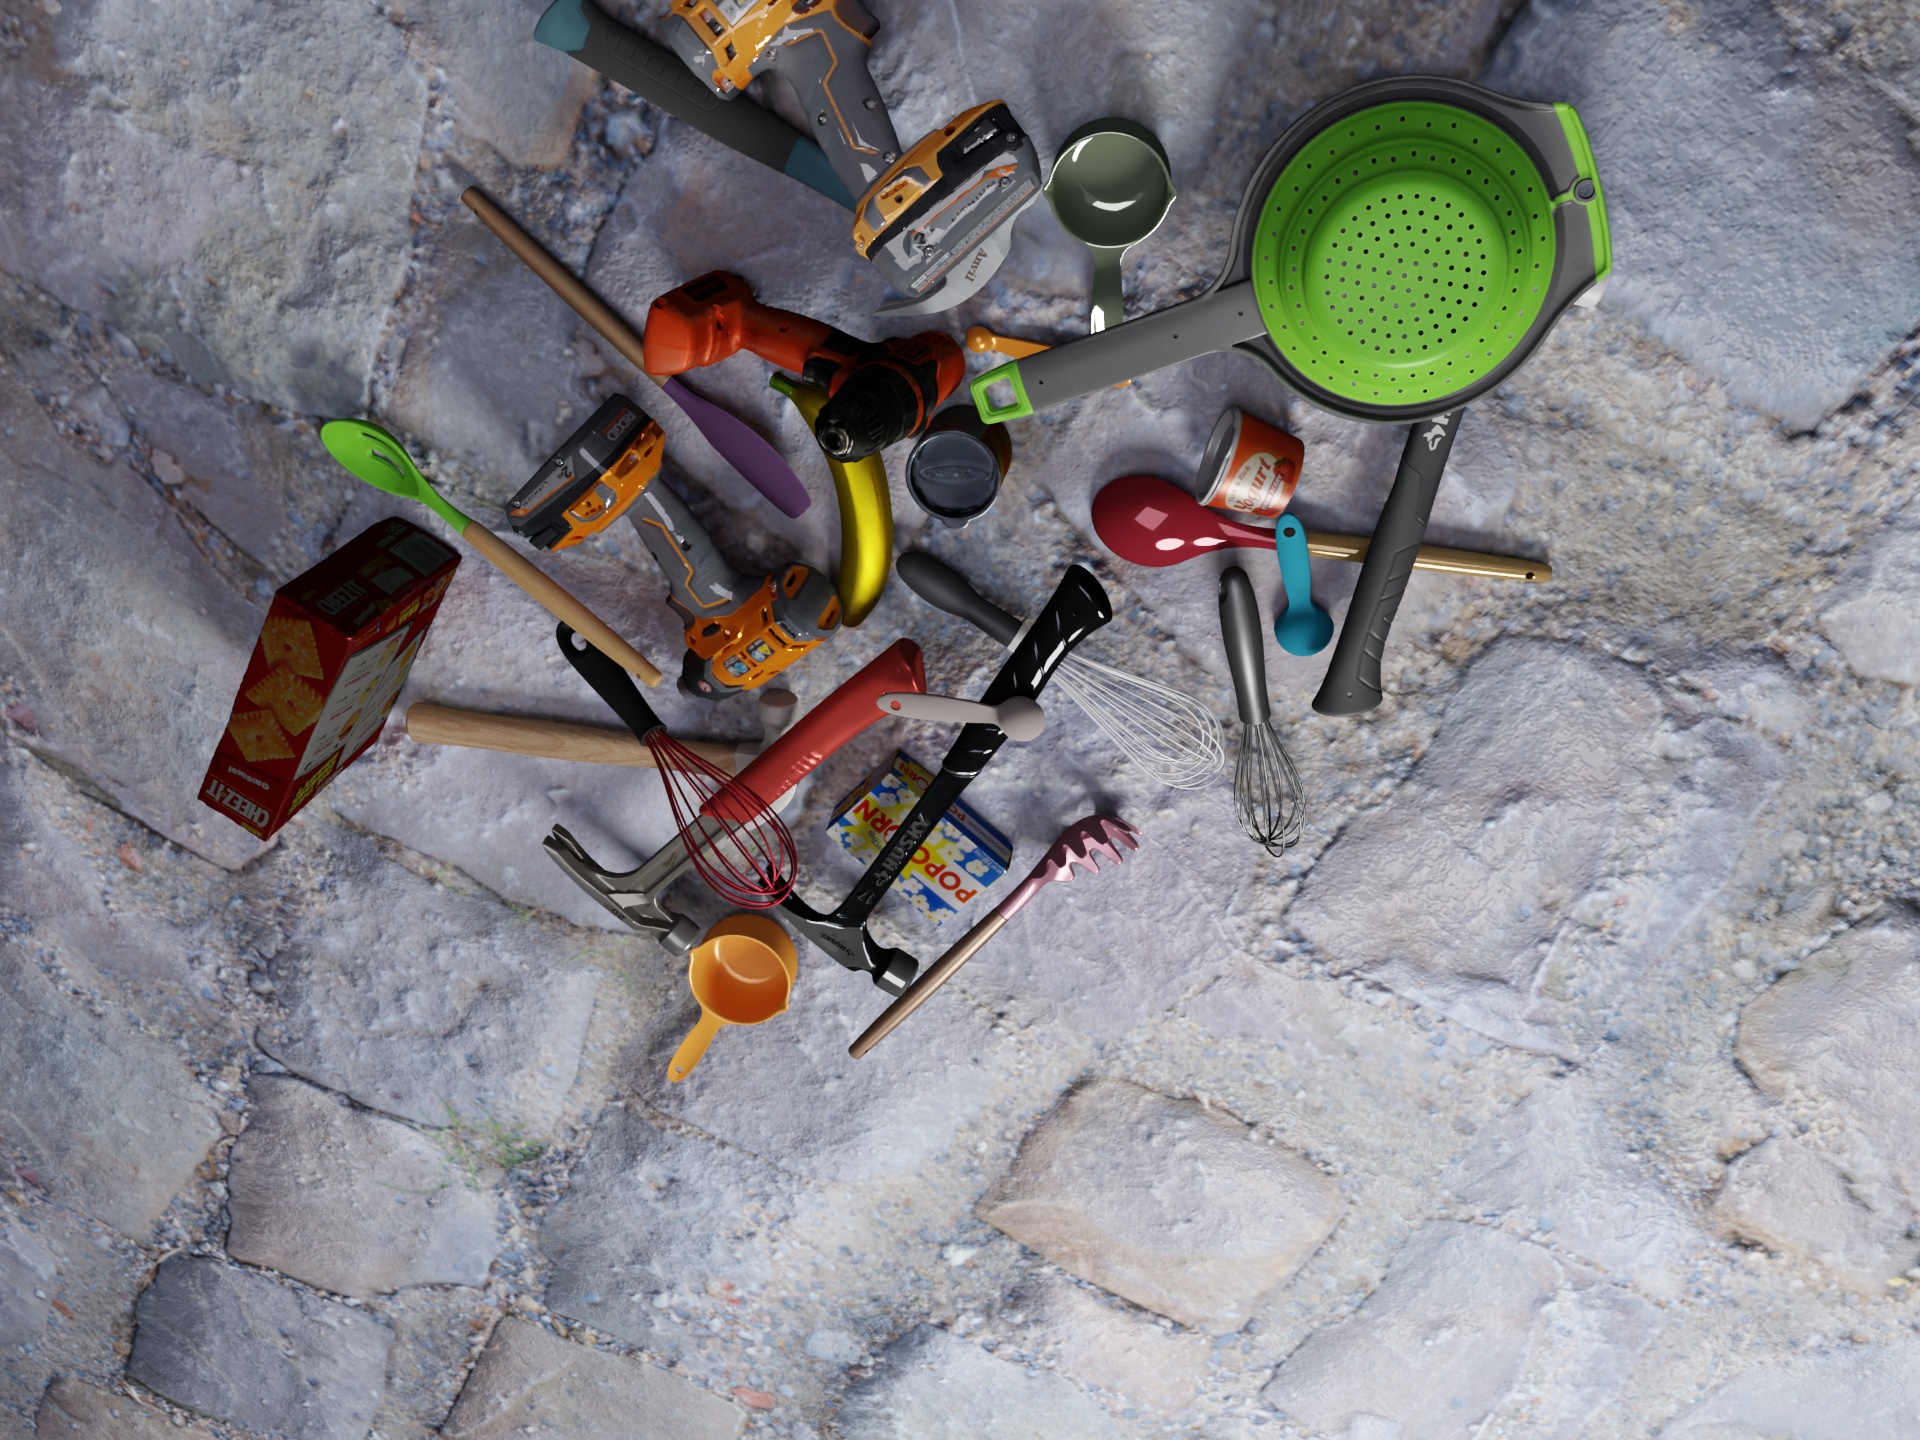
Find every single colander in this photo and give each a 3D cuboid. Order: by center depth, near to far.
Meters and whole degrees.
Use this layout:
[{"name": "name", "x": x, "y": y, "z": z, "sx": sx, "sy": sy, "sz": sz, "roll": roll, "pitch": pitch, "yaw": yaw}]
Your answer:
[{"name": "colander", "x": 0.183, "y": -0.246, "z": 0.955, "sx": 0.397, "sy": 0.094, "sz": 0.204, "roll": -15, "pitch": 108, "yaw": 19}]

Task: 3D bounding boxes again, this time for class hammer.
[{"name": "hammer", "x": -0.119, "y": -0.374, "z": 1.027, "sx": 0.331, "sy": 0.033, "sz": 0.128, "roll": 29, "pitch": 120, "yaw": -5}, {"name": "hammer", "x": 0.292, "y": -0.154, "z": 1.042, "sx": 0.146, "sy": 0.035, "sz": 0.334, "roll": 15, "pitch": 114, "yaw": 4}, {"name": "hammer", "x": -0.012, "y": 0.043, "z": 1.186, "sx": 0.149, "sy": 0.036, "sz": 0.408, "roll": 32, "pitch": 122, "yaw": -5}, {"name": "hammer", "x": -0.166, "y": 0.046, "z": 1.233, "sx": 0.149, "sy": 0.037, "sz": 0.359, "roll": 43, "pitch": 118, "yaw": -15}, {"name": "hammer", "x": -0.289, "y": 0.022, "z": 1.287, "sx": 0.331, "sy": 0.031, "sz": 0.130, "roll": 6, "pitch": 119, "yaw": 9}]

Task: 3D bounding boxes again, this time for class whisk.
[{"name": "whisk", "x": 0.213, "y": -0.003, "z": 1.151, "sx": 0.055, "sy": 0.055, "sz": 0.238, "roll": -6, "pitch": 119, "yaw": 15}, {"name": "whisk", "x": 0.073, "y": -0.040, "z": 1.163, "sx": 0.284, "sy": 0.070, "sz": 0.070, "roll": 33, "pitch": 120, "yaw": -2}, {"name": "whisk", "x": -0.220, "y": 0.025, "z": 1.192, "sx": 0.296, "sy": 0.073, "sz": 0.073, "roll": 48, "pitch": 123, "yaw": 21}]

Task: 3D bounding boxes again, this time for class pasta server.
[{"name": "pasta server", "x": 0.020, "y": 0.177, "z": 1.274, "sx": 0.316, "sy": 0.060, "sz": 0.040, "roll": -45, "pitch": 60, "yaw": 18}]

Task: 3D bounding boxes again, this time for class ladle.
[{"name": "ladle", "x": 0.246, "y": -0.121, "z": 1.097, "sx": 0.315, "sy": 0.031, "sz": 0.069, "roll": 8, "pitch": 126, "yaw": 6}]

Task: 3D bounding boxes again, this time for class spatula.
[{"name": "spatula", "x": -0.224, "y": -0.258, "z": 1.118, "sx": 0.315, "sy": 0.018, "sz": 0.060, "roll": 43, "pitch": 152, "yaw": -10}]

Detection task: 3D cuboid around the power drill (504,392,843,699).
[{"name": "power drill", "x": -0.216, "y": -0.110, "z": 1.165, "sx": 0.226, "sy": 0.084, "sz": 0.164, "roll": 44, "pitch": 131, "yaw": -17}]

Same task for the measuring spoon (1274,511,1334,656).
[{"name": "measuring spoon", "x": 0.232, "y": -0.089, "z": 1.097, "sx": 0.042, "sy": 0.021, "sz": 0.128, "roll": -5, "pitch": 136, "yaw": 16}]

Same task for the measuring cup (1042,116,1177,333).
[{"name": "measuring cup", "x": 0.096, "y": -0.306, "z": 1.024, "sx": 0.083, "sy": 0.038, "sz": 0.167, "roll": 3, "pitch": 136, "yaw": 7}]

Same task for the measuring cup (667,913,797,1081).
[{"name": "measuring cup", "x": -0.204, "y": 0.240, "z": 1.369, "sx": 0.095, "sy": 0.052, "sz": 0.173, "roll": 32, "pitch": 115, "yaw": -6}]

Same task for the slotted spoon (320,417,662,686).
[{"name": "slotted spoon", "x": -0.345, "y": -0.126, "z": 1.182, "sx": 0.314, "sy": 0.031, "sz": 0.070, "roll": 38, "pitch": 147, "yaw": 3}]

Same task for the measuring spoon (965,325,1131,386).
[{"name": "measuring spoon", "x": 0.059, "y": -0.242, "z": 1.071, "sx": 0.117, "sy": 0.011, "sz": 0.021, "roll": 16, "pitch": 143, "yaw": 4}]

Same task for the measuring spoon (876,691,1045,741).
[{"name": "measuring spoon", "x": -0.002, "y": -0.004, "z": 1.125, "sx": 0.124, "sy": 0.018, "sz": 0.034, "roll": 7, "pitch": 120, "yaw": 13}]

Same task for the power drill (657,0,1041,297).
[{"name": "power drill", "x": -0.045, "y": -0.395, "z": 0.952, "sx": 0.185, "sy": 0.084, "sz": 0.226, "roll": -40, "pitch": 92, "yaw": 12}]
